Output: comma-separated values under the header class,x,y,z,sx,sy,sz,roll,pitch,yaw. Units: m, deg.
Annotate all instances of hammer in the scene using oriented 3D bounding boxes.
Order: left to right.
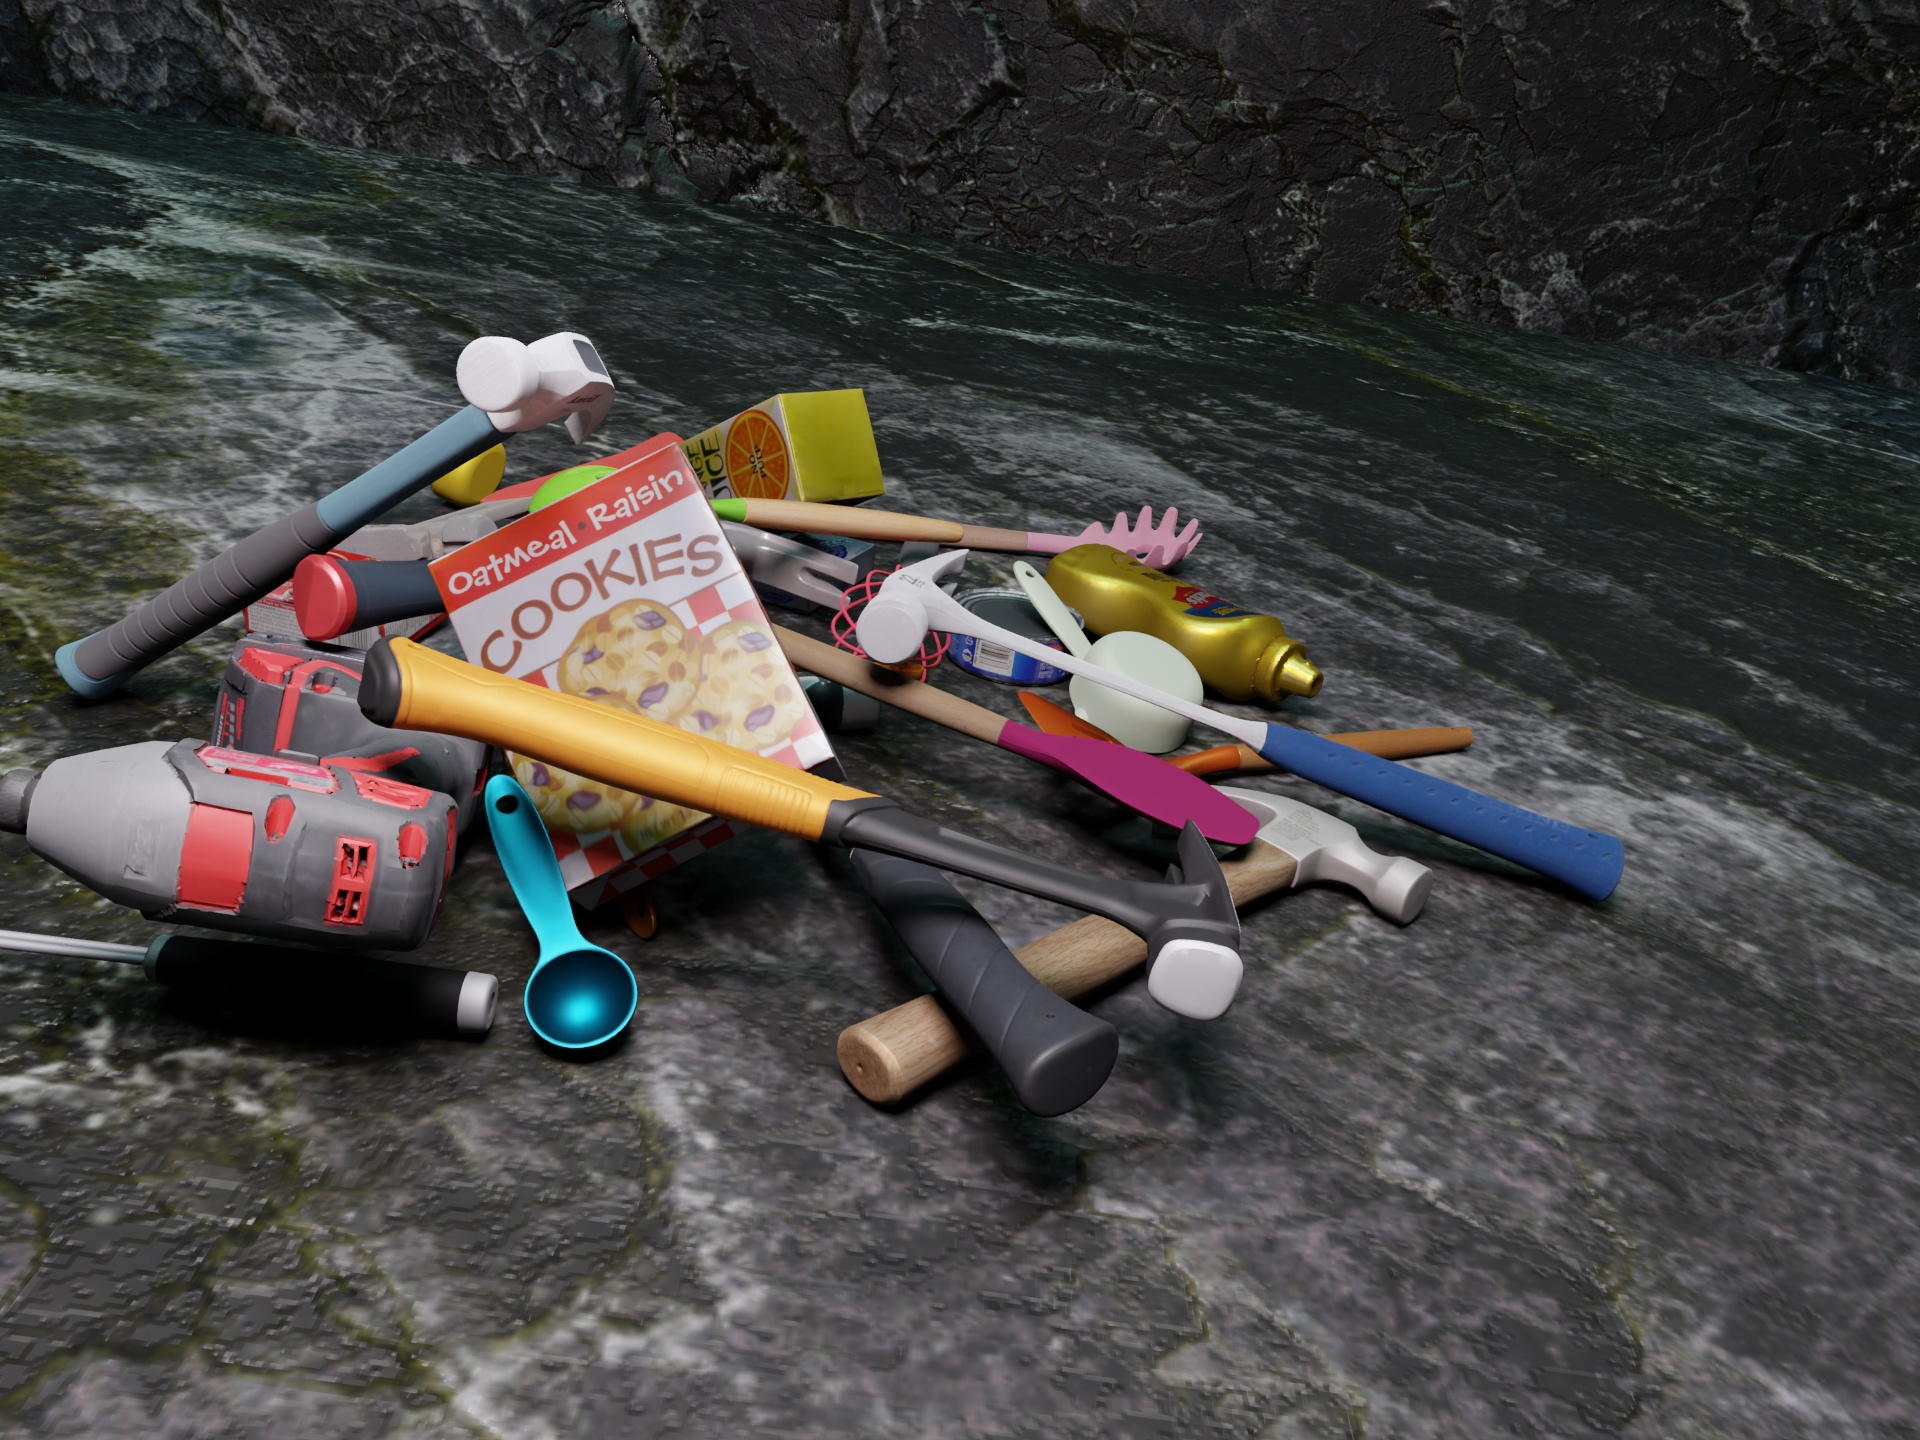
class,x,y,z,sx,sy,sz,roll,pitch,yaw
hammer,-0.298,-0.089,0.735,0.331,0.033,0.128,-25,5,19
hammer,-0.295,-0.155,1.096,0.149,0.036,0.359,1,18,19
hammer,-0.193,-0.076,0.852,0.143,0.038,0.386,20,16,17
hammer,-0.059,0.029,0.605,0.337,0.034,0.127,17,16,-2
hammer,-0.045,0.052,0.700,0.149,0.036,0.409,-4,21,-23
hammer,0.075,0.093,0.709,0.130,0.031,0.331,29,31,36
hammer,0.148,0.002,0.837,0.405,0.035,0.144,21,20,1

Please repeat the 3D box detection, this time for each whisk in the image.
class,x,y,z,sx,sy,sz,roll,pitch,yaw
whisk,-0.036,-0.083,1.026,0.073,0.073,0.296,9,19,0

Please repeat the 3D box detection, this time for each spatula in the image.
class,x,y,z,sx,sy,sz,roll,pitch,yaw
spatula,0.178,0.013,0.908,0.322,0.041,0.081,-4,39,-29

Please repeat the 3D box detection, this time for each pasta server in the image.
class,x,y,z,sx,sy,sz,roll,pitch,yaw
pasta server,0.024,-0.144,1.201,0.316,0.040,0.060,5,36,-7

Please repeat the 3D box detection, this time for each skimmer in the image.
class,x,y,z,sx,sy,sz,roll,pitch,yaw
skimmer,-0.350,0.051,0.577,0.363,0.090,0.127,8,11,-4

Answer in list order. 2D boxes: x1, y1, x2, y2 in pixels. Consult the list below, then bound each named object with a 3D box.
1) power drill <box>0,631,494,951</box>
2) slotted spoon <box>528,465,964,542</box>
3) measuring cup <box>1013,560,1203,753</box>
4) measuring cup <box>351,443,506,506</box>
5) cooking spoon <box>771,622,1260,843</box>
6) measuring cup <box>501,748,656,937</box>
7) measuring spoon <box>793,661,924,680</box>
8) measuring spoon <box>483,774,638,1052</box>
class,x,y,z,sx,sy,sz,roll,pitch,yaw
power drill,-0.258,0.025,0.610,0.143,0.078,0.220,11,9,-11
slotted spoon,-0.114,-0.126,0.962,0.313,0.031,0.070,0,15,-44
measuring cup,0.083,-0.052,0.955,0.083,0.038,0.168,-9,51,-37
measuring cup,-0.359,-0.161,1.076,0.029,0.062,0.156,26,25,8
cooking spoon,-0.001,-0.003,0.803,0.319,0.017,0.069,22,23,15
measuring cup,-0.154,0.031,0.731,0.052,0.095,0.174,9,39,-46
measuring spoon,-0.077,-0.025,0.849,0.117,0.011,0.021,1,16,5
measuring spoon,-0.162,0.076,0.626,0.042,0.021,0.129,-18,59,-20
